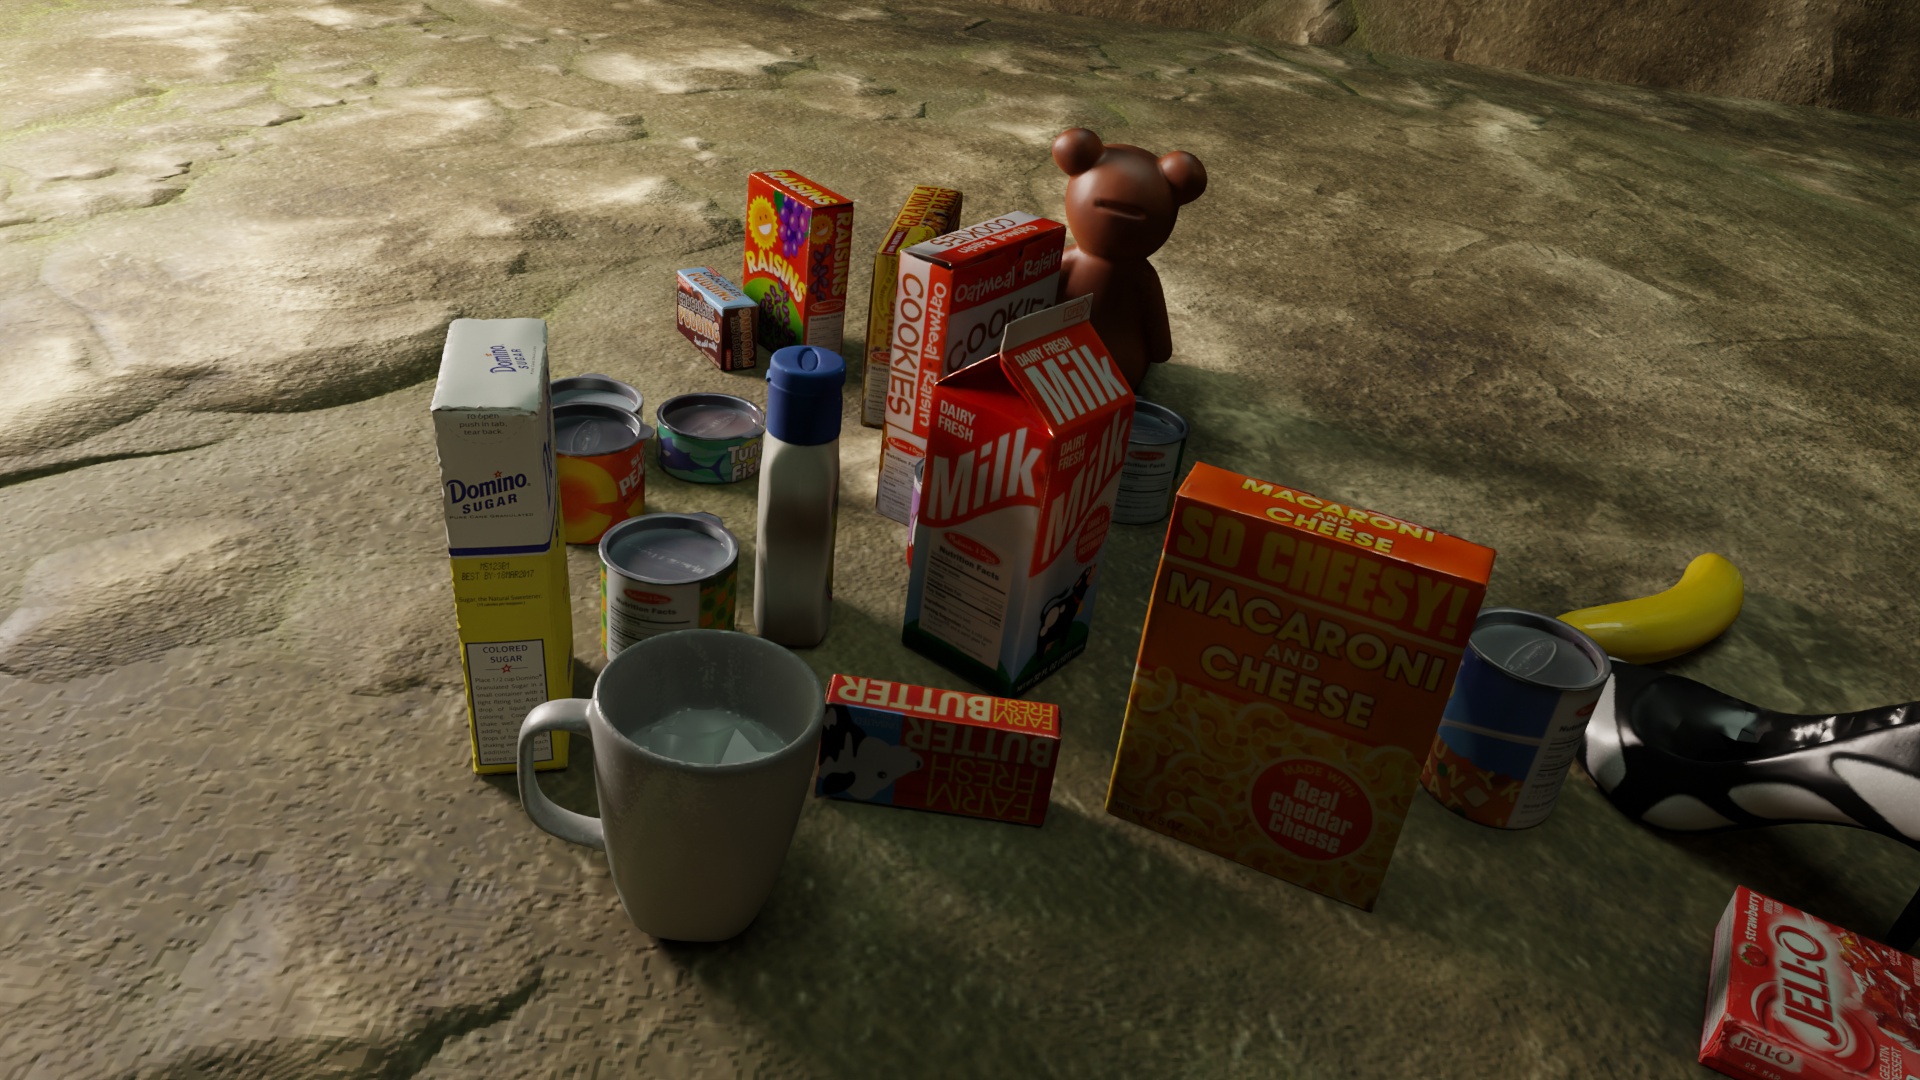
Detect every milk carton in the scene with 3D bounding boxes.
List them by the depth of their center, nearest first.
[{"bbox_3d":[0.030,-0.025,0.683,0.073,0.189,0.073,26,34,29],"label":"milk carton"}]

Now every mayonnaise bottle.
[{"bbox_3d":[-0.080,-0.023,0.695,0.041,0.147,0.065,4,30,-7],"label":"mayonnaise bottle"}]

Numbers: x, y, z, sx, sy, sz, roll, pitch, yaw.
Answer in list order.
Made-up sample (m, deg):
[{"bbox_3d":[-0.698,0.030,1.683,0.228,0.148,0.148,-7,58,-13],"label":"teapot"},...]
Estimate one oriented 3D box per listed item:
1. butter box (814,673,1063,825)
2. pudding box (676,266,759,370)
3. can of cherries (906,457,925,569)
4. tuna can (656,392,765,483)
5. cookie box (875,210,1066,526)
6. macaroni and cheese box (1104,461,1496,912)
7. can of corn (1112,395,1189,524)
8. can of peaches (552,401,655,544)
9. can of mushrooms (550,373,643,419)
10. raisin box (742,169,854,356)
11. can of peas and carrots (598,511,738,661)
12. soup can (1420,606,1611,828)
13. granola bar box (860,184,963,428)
[{"bbox_3d":[-0.010,0.092,0.609,0.103,0.052,0.024,8,30,0],"label":"butter box"},{"bbox_3d":[-0.177,-0.163,1.011,0.030,0.049,0.084,-12,35,-31],"label":"pudding box"},{"bbox_3d":[0.003,-0.010,0.782,0.071,0.058,0.072,6,30,-3],"label":"can of cherries"},{"bbox_3d":[-0.153,-0.063,0.862,0.071,0.032,0.071,6,30,-3],"label":"tuna can"},{"bbox_3d":[0.007,-0.104,0.836,0.040,0.166,0.123,24,33,26],"label":"cookie box"},{"bbox_3d":[0.137,0.062,0.583,0.124,0.165,0.040,18,31,17],"label":"macaroni and cheese box"},{"bbox_3d":[0.106,-0.052,0.880,0.071,0.058,0.071,6,30,-3],"label":"can of corn"},{"bbox_3d":[-0.208,-0.038,0.781,0.071,0.057,0.071,6,30,-3],"label":"can of peaches"},{"bbox_3d":[-0.231,-0.076,0.865,0.071,0.033,0.071,6,30,-3],"label":"can of mushrooms"},{"bbox_3d":[-0.120,-0.198,1.012,0.040,0.122,0.086,-16,37,-36],"label":"raisin box"},{"bbox_3d":[-0.143,0.026,0.685,0.071,0.058,0.071,6,30,-3],"label":"can of peas and carrots"},{"bbox_3d":[0.258,0.082,0.659,0.071,0.083,0.072,6,30,-3],"label":"soup can"},{"bbox_3d":[-0.034,-0.167,0.979,0.039,0.123,0.166,10,30,3],"label":"granola bar box"}]
